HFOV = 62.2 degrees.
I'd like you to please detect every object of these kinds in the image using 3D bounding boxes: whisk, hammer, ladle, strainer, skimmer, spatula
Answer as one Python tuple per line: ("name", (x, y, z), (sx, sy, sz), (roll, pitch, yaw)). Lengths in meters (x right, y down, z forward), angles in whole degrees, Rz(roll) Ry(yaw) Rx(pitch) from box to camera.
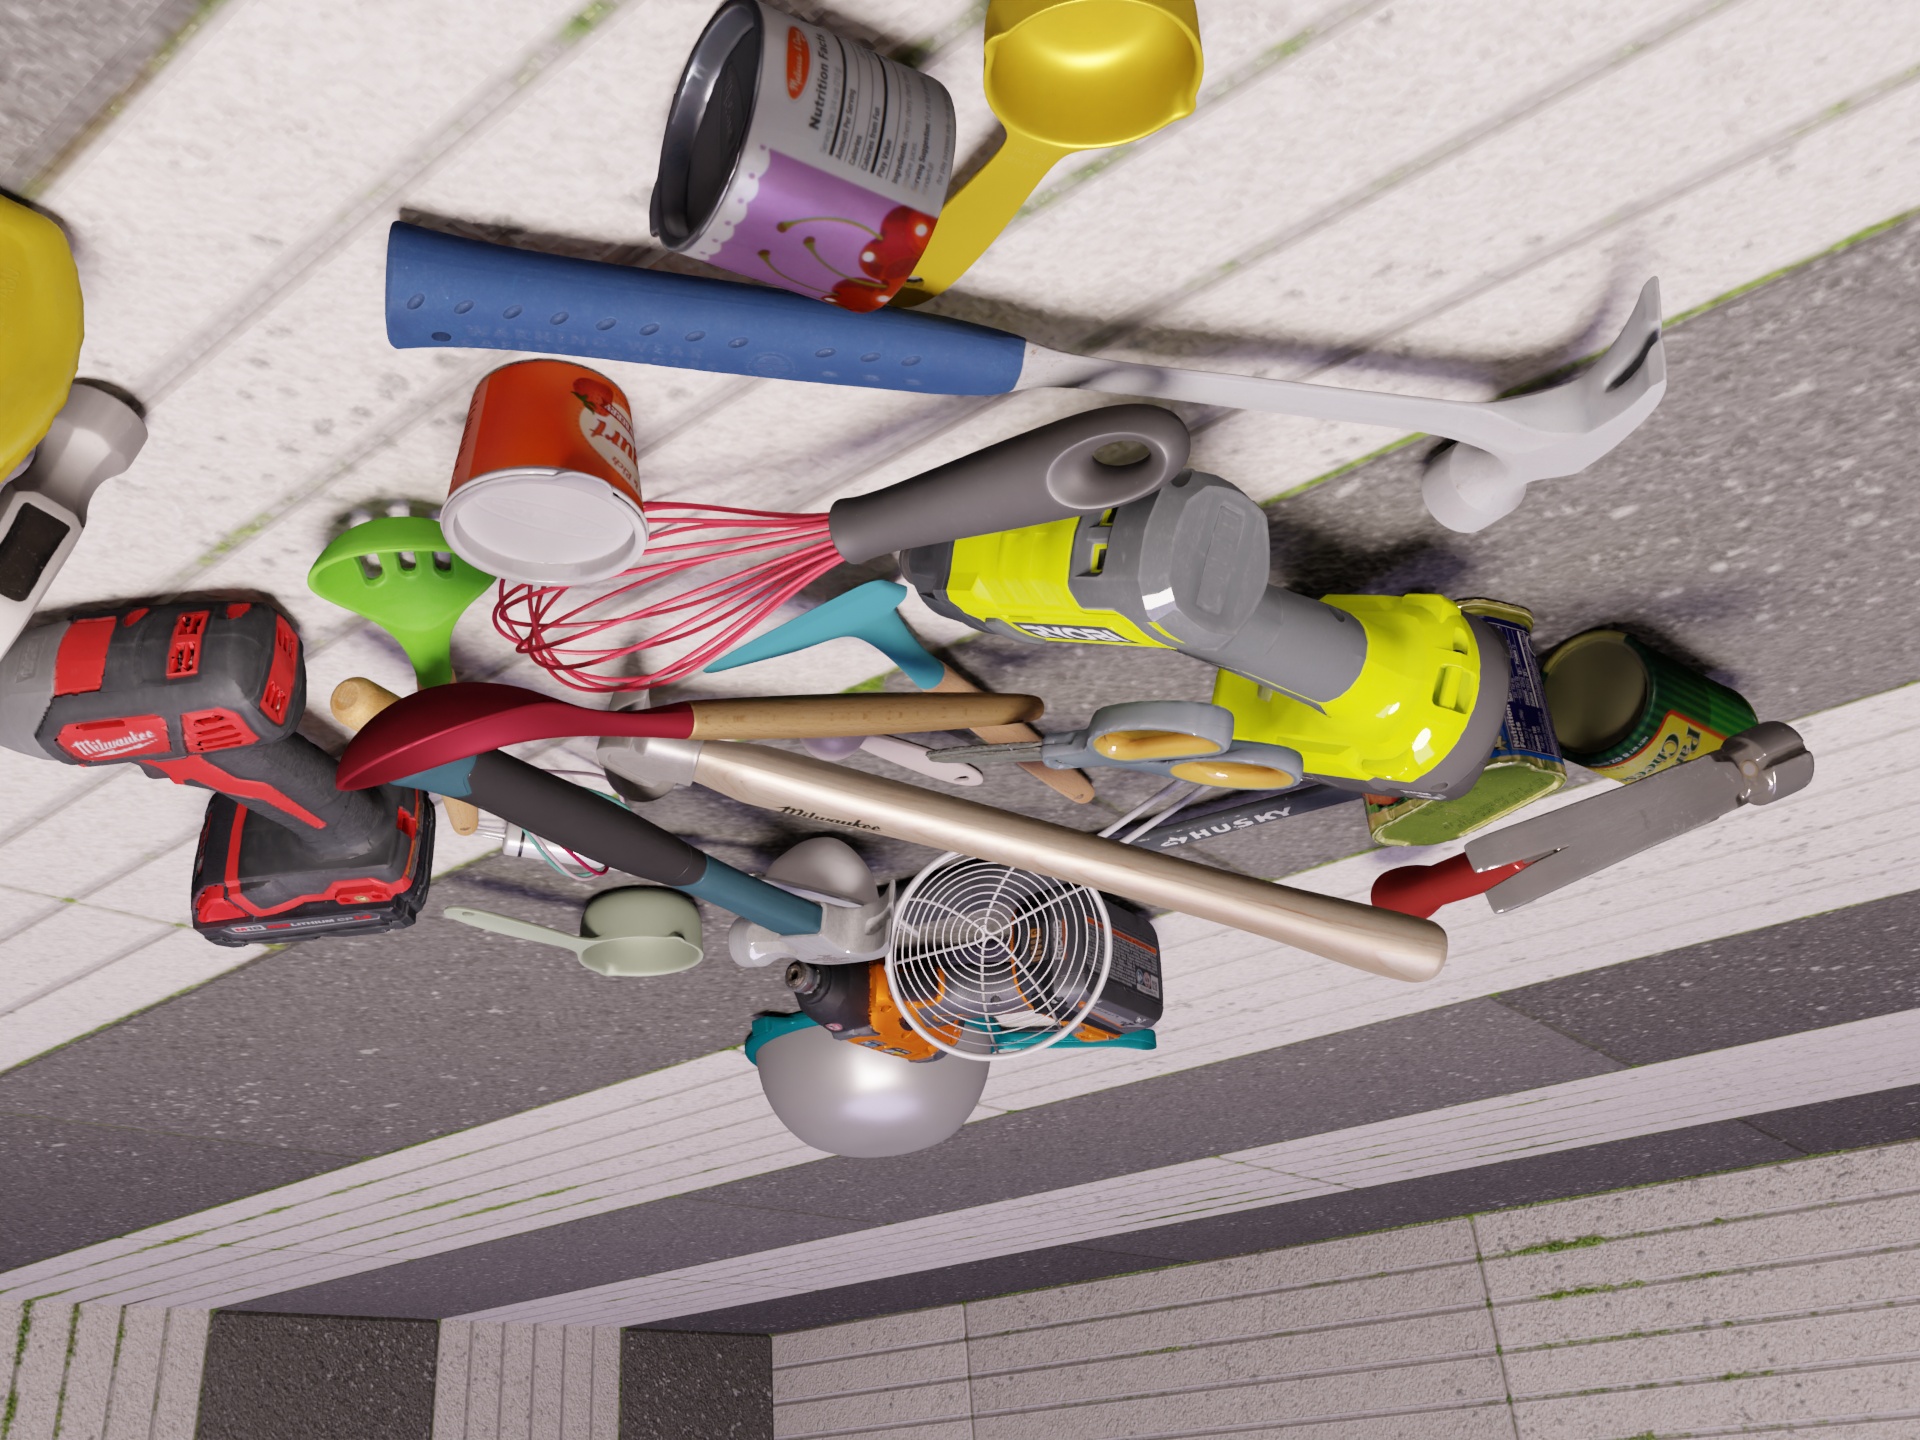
("whisk", (-0.055, -0.062, 0.563), (0.296, 0.073, 0.073), (-12, 154, 31))
("whisk", (-0.214, 0.030, 0.746), (0.051, 0.047, 0.244), (-32, 154, 4))
("hammer", (-0.408, -0.016, 0.601), (0.331, 0.130, 0.031), (-18, 137, 41))
("hammer", (0.029, -0.117, 0.512), (0.405, 0.035, 0.144), (4, 167, -13))
("ladle", (-0.084, 0.000, 0.618), (0.315, 0.031, 0.069), (-3, 166, -41))
("hammer", (-0.142, 0.067, 0.759), (0.128, 0.033, 0.330), (-7, 156, 28))
("strainer", (-0.142, 0.080, 0.895), (0.258, 0.050, 0.087), (10, 171, -16))
("skimmer", (0.099, 0.061, 0.806), (0.127, 0.090, 0.363), (41, 130, -11))
("strainer", (-0.005, 0.300, 1.296), (0.340, 0.095, 0.210), (-1, 153, -5))
("hammer", (0.036, 0.058, 0.735), (0.410, 0.038, 0.146), (15, 168, -8))
("hammer", (0.082, 0.078, 0.933), (0.409, 0.036, 0.149), (-18, 150, 25))
("spatula", (-0.001, -0.002, 0.742), (0.082, 0.044, 0.317), (-26, 151, 18))
("hammer", (0.267, 0.075, 0.805), (0.149, 0.037, 0.359), (-21, 169, -7))

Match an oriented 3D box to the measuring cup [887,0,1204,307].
("measuring cup", (0.012, -0.165, 0.455), (0.062, 0.029, 0.156), (7, 163, -25))

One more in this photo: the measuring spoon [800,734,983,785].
("measuring spoon", (-0.032, 0.022, 0.819), (0.034, 0.018, 0.124), (-27, 147, 37))

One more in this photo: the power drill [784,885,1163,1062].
("power drill", (0.002, 0.175, 1.066), (0.226, 0.084, 0.164), (-17, 151, 31))

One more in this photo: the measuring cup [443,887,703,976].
("measuring cup", (-0.231, 0.117, 0.959), (0.167, 0.038, 0.083), (21, 144, -38))

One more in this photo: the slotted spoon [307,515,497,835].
("slotted spoon", (-0.236, -0.009, 0.715), (0.070, 0.031, 0.313), (-7, 157, -15))

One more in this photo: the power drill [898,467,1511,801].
("power drill", (0.096, -0.037, 0.630), (0.223, 0.080, 0.171), (20, 173, -36))

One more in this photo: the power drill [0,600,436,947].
("power drill", (-0.337, 0.025, 0.716), (0.143, 0.079, 0.219), (-6, 151, 2))
